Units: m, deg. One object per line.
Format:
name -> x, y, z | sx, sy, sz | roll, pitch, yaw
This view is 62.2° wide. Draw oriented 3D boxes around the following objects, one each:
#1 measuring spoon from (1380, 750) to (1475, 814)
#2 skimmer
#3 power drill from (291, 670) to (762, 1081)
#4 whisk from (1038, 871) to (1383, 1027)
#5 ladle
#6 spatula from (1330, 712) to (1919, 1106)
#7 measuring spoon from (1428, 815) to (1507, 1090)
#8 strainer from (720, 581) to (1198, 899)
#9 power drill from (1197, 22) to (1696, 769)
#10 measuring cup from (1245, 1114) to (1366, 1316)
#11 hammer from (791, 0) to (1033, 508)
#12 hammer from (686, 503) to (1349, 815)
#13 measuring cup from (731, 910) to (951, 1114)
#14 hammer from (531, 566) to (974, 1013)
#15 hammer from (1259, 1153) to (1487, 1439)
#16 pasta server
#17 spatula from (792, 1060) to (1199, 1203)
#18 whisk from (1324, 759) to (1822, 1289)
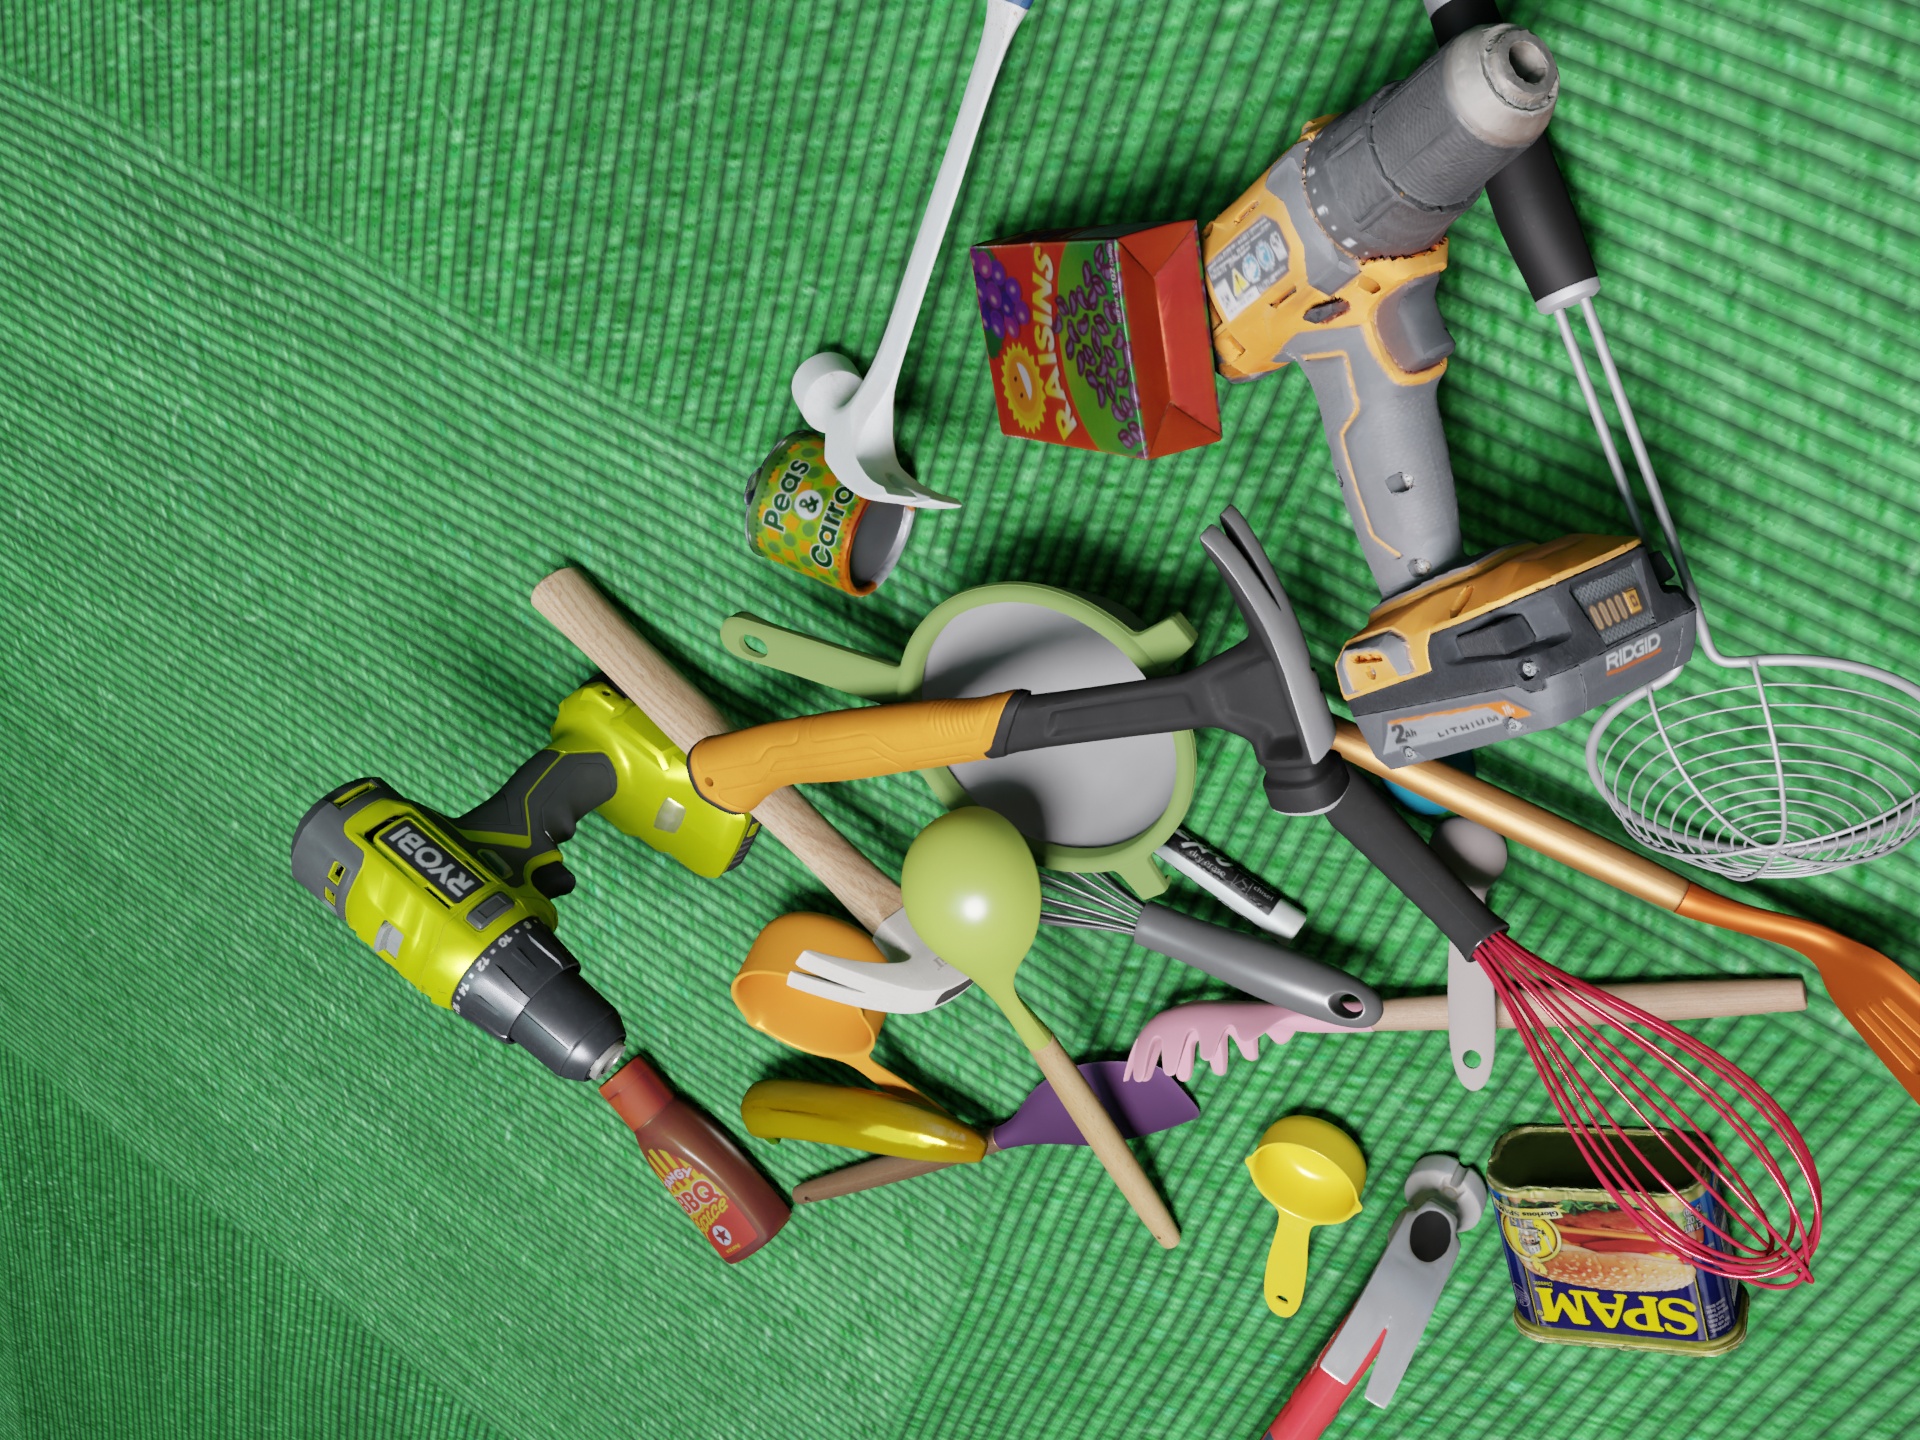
measuring spoon -> 0.218, -0.006, 0.677 | 0.042, 0.021, 0.128 | 33, 129, 12
skimmer -> 0.258, -0.104, 0.599 | 0.127, 0.090, 0.363 | -19, 93, 41
power drill -> -0.204, 0.074, 0.844 | 0.190, 0.228, 0.080 | 38, 128, 9
whisk -> 0.093, 0.097, 0.783 | 0.239, 0.055, 0.055 | 20, 123, 25
ladle -> 0.058, 0.170, 0.818 | 0.078, 0.062, 0.319 | 9, 140, 45
spatula -> 0.268, 0.068, 0.652 | 0.323, 0.041, 0.081 | 27, 165, 16
measuring spoon -> 0.225, 0.104, 0.707 | 0.034, 0.018, 0.124 | -2, 92, 28
strainer -> 0.004, -0.022, 0.770 | 0.256, 0.069, 0.151 | 18, 127, 24
power drill -> 0.171, -0.109, 0.559 | 0.226, 0.084, 0.185 | 67, 157, 3
measuring cup -> 0.181, 0.266, 0.846 | 0.062, 0.029, 0.156 | 18, 134, 23
hammer -> 0.018, -0.270, 0.623 | 0.144, 0.035, 0.405 | 61, 138, 47
hammer -> -0.001, -0.002, 0.716 | 0.337, 0.034, 0.127 | -9, 114, 36
measuring cup -> -0.054, 0.174, 0.927 | 0.095, 0.052, 0.173 | -18, 129, 42
hammer -> -0.117, 0.030, 0.857 | 0.331, 0.130, 0.031 | 42, 134, 16
hammer -> 0.172, 0.394, 0.852 | 0.038, 0.143, 0.386 | 30, 130, 18
pasta server -> 0.221, 0.145, 0.745 | 0.316, 0.060, 0.040 | -10, 74, 32
spatula -> 0.004, 0.251, 0.943 | 0.316, 0.018, 0.059 | -28, 111, 38
whisk -> 0.232, 0.106, 0.656 | 0.296, 0.073, 0.073 | 50, 133, 31
